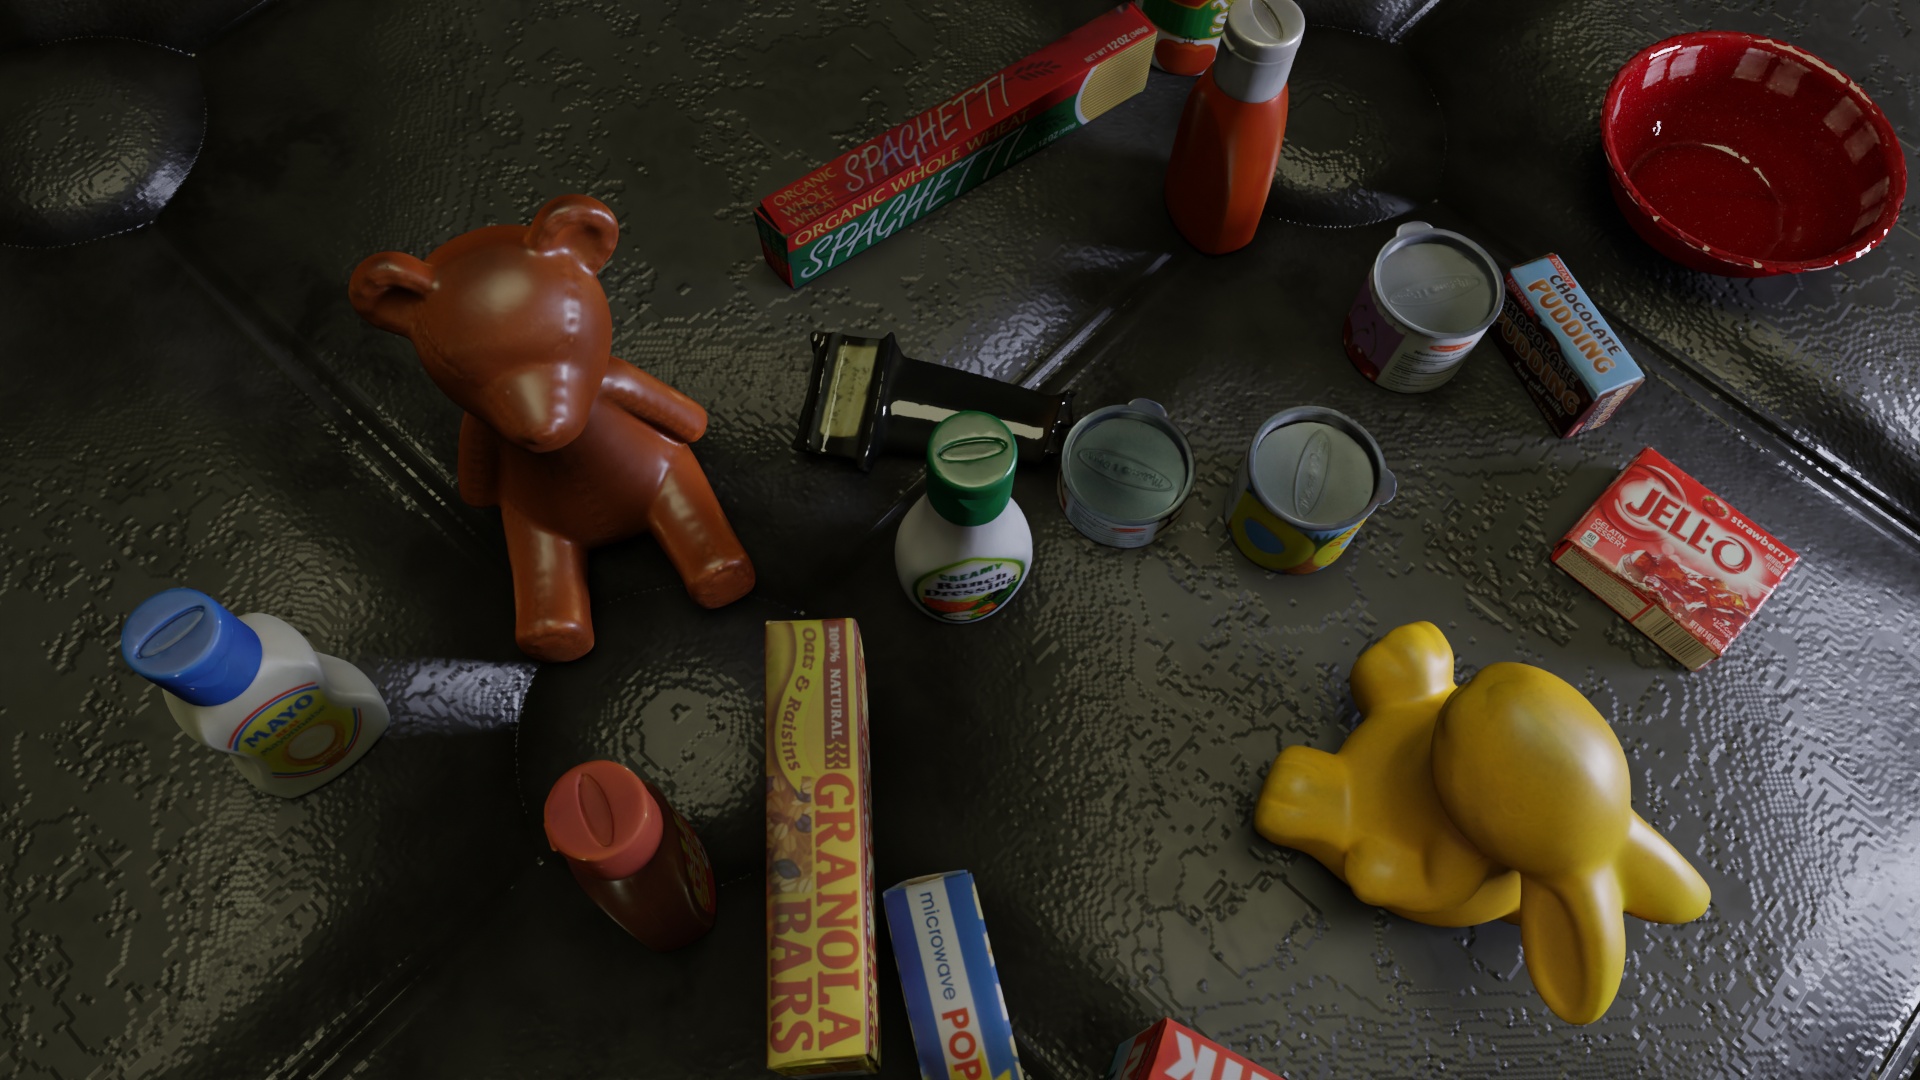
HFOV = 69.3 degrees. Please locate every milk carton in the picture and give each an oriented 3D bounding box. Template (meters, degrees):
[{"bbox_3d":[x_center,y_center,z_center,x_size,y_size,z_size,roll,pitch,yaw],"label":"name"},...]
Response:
[{"bbox_3d":[0.083,0.223,0.494,0.072,0.189,0.074,26,68,9],"label":"milk carton"}]

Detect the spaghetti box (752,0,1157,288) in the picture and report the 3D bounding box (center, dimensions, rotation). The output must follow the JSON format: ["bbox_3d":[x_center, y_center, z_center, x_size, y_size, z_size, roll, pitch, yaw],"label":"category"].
[{"bbox_3d":[0.001,-0.218,0.763,0.251,0.050,0.029,-33,71,-15],"label":"spaghetti box"}]

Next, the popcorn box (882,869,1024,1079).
[{"bbox_3d":[0.001,0.203,0.558,0.038,0.085,0.127,-12,67,-7],"label":"popcorn box"}]

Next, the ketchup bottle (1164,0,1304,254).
[{"bbox_3d":[0.139,-0.213,0.711,0.043,0.148,0.065,-19,68,-9],"label":"ketchup bottle"}]

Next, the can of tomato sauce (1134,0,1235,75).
[{"bbox_3d":[0.136,-0.318,0.793,0.071,0.082,0.071,1,66,-1],"label":"can of tomato sauce"}]

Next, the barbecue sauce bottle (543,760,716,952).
[{"bbox_3d":[-0.131,0.124,0.555,0.044,0.148,0.065,-22,69,-10],"label":"barbecue sauce bottle"}]

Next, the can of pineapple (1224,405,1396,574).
[{"bbox_3d":[0.168,-0.022,0.677,0.071,0.057,0.071,1,66,-1],"label":"can of pineapple"}]

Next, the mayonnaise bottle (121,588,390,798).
[{"bbox_3d":[-0.292,0.063,0.577,0.065,0.147,0.041,-41,73,-17],"label":"mayonnaise bottle"}]

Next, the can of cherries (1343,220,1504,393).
[{"bbox_3d":[0.239,-0.121,0.722,0.071,0.058,0.072,1,66,-1],"label":"can of cherries"}]

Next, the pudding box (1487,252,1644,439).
[{"bbox_3d":[0.311,-0.101,0.720,0.030,0.049,0.084,-21,68,-10],"label":"pudding box"}]

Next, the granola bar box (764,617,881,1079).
[{"bbox_3d":[-0.055,0.129,0.568,0.039,0.123,0.166,-3,66,-3],"label":"granola bar box"}]

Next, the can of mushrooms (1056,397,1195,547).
[{"bbox_3d":[0.083,-0.033,0.693,0.071,0.033,0.071,1,66,-1],"label":"can of mushrooms"}]

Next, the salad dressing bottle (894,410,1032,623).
[{"bbox_3d":[0.002,-0.008,0.617,0.064,0.147,0.044,-8,67,-5],"label":"salad dressing bottle"}]
